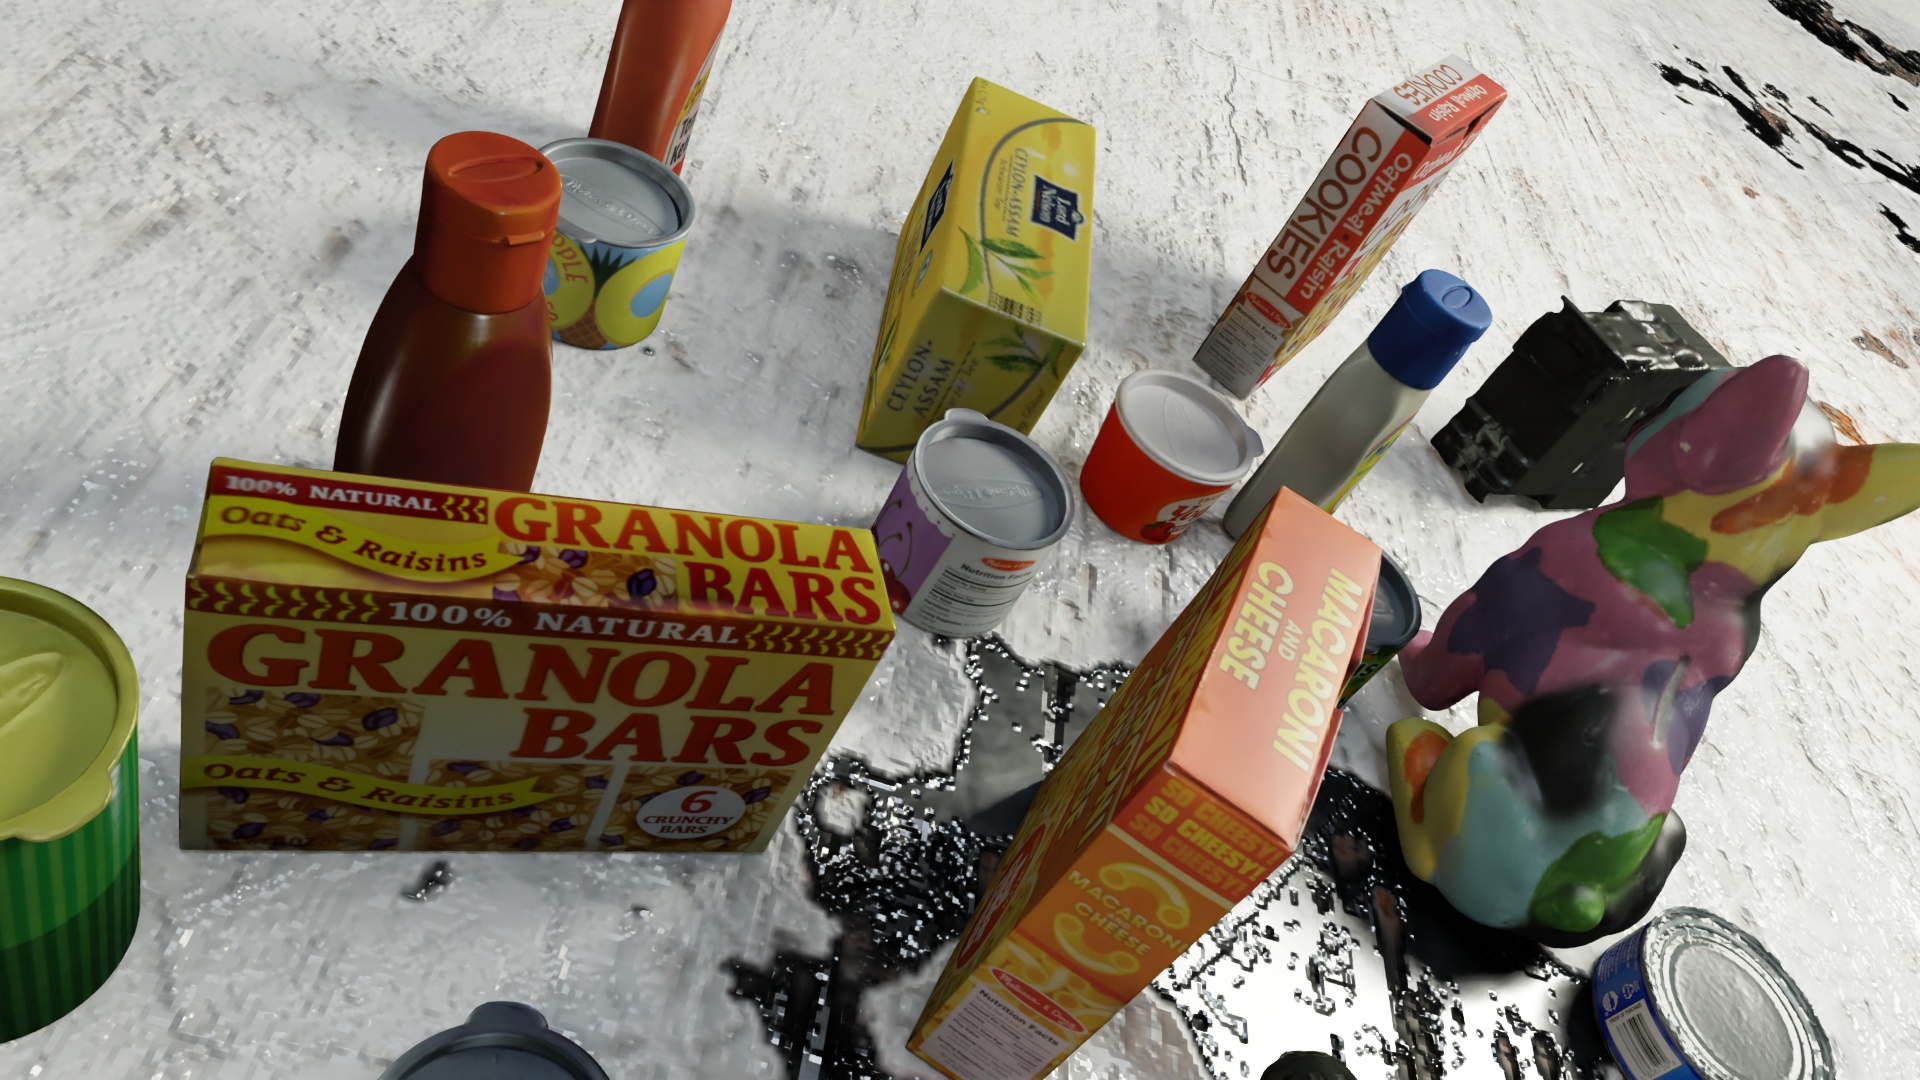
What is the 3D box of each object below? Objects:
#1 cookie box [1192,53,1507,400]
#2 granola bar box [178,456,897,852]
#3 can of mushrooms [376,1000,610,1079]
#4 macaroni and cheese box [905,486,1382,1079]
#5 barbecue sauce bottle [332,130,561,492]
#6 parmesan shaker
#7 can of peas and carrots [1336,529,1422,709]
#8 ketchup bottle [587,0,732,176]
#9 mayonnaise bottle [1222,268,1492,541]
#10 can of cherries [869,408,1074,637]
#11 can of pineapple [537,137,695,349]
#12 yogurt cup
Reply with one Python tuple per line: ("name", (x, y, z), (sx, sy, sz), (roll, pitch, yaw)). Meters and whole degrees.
("cookie box", (0.202, -0.162, 0.721), (0.040, 0.166, 0.123), (41, 43, 11))
("granola bar box", (-0.118, 0.040, 0.382), (0.166, 0.123, 0.039), (6, 48, -25))
("can of mushrooms", (-0.117, 0.154, 0.341), (0.071, 0.033, 0.071), (16, 44, -16))
("macaroni and cheese box", (0.054, 0.079, 0.411), (0.040, 0.165, 0.124), (33, 42, 2))
("barbecue sauce bottle", (-0.156, -0.056, 0.432), (0.065, 0.147, 0.044), (-23, 64, -42))
("parmesan shaker", (-0.221, 0.066, 0.313), (0.071, 0.102, 0.072), (16, 44, -16))
("can of peas and carrots", (0.150, 0.036, 0.585), (0.071, 0.058, 0.071), (16, 44, -16))
("ketchup bottle", (-0.127, -0.214, 0.597), (0.043, 0.148, 0.065), (20, 43, -12))
("mayonnaise bottle", (0.175, -0.053, 0.618), (0.041, 0.147, 0.065), (44, 44, 14))
("can of cherries", (0.002, -0.007, 0.542), (0.071, 0.058, 0.072), (16, 44, -16))
("can of pineapple", (-0.148, -0.119, 0.563), (0.071, 0.057, 0.071), (16, 44, -16))
("yogurt cup", (0.089, -0.035, 0.622), (0.072, 0.053, 0.073), (16, 44, -16))
